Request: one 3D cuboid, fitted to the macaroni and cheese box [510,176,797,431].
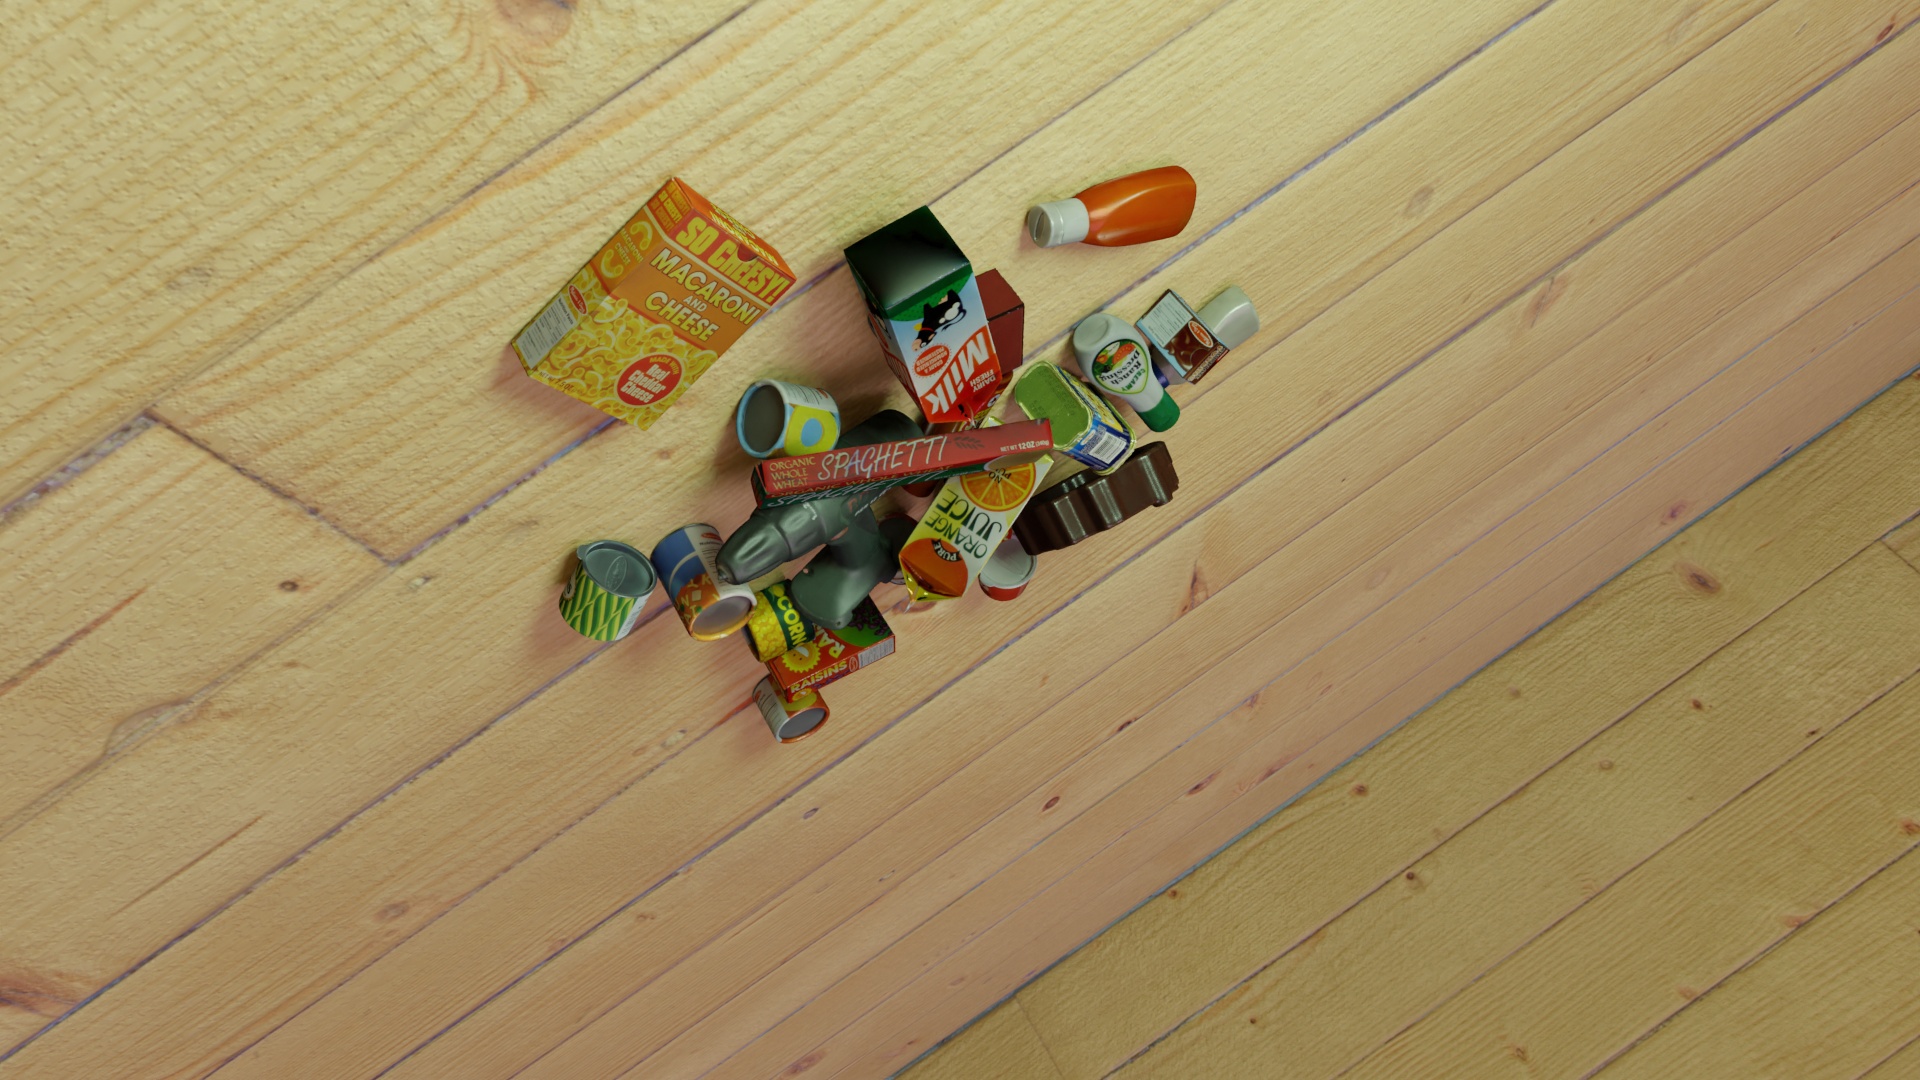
[{"bbox_3d":[-0.215,-0.163,0.989,0.166,0.040,0.123,-42,151,12],"label":"macaroni and cheese box"}]

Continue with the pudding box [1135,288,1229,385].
[{"bbox_3d":[0.212,-0.195,1.331,0.049,0.084,0.030,-46,149,18],"label":"pudding box"}]

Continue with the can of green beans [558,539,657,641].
[{"bbox_3d":[-0.299,0.043,1.176,0.071,0.071,0.057,-1,136,-45],"label":"can of green beans"}]

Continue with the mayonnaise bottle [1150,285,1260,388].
[{"bbox_3d":[0.230,-0.193,1.399,0.148,0.041,0.064,-35,149,3],"label":"mayonnaise bottle"}]

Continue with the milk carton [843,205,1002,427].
[{"bbox_3d":[-0.022,-0.162,1.084,0.073,0.072,0.189,-31,151,-6],"label":"milk carton"}]

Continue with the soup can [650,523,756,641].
[{"bbox_3d":[-0.228,0.040,1.225,0.071,0.084,0.071,-25,149,-16],"label":"soup can"}]

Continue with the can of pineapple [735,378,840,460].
[{"bbox_3d":[-0.142,-0.094,1.135,0.058,0.071,0.070,7,131,-48],"label":"can of pineapple"}]

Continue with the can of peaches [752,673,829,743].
[{"bbox_3d":[-0.180,0.177,1.498,0.071,0.058,0.071,-25,149,-16],"label":"can of peaches"}]

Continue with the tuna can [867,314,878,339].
[{"bbox_3d":[-0.039,-0.185,1.142,0.071,0.033,0.070,-25,149,-16],"label":"tuna can"}]

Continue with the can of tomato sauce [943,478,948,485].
[{"bbox_3d":[0.015,-0.040,1.371,0.071,0.071,0.082,-23,149,-20],"label":"can of tomato sauce"}]

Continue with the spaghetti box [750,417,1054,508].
[{"bbox_3d":[-0.047,-0.064,1.142,0.251,0.029,0.050,-10,170,-17],"label":"spaghetti box"}]

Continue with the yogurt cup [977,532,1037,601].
[{"bbox_3d":[0.048,0.031,1.516,0.072,0.072,0.053,-26,157,-15],"label":"yogurt cup"}]

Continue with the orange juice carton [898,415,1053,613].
[{"bbox_3d":[0.005,-0.016,1.282,0.192,0.073,0.072,-56,180,6],"label":"orange juice carton"}]

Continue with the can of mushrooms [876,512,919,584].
[{"bbox_3d":[-0.059,0.006,1.367,0.071,0.071,0.033,-40,149,9],"label":"can of mushrooms"}]

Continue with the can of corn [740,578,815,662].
[{"bbox_3d":[-0.180,0.078,1.344,0.058,0.071,0.070,-24,149,-18],"label":"can of corn"}]

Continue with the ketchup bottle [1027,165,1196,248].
[{"bbox_3d":[0.128,-0.275,1.170,0.149,0.044,0.064,-17,145,-28],"label":"ketchup bottle"}]

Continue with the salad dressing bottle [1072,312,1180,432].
[{"bbox_3d":[0.163,-0.158,1.335,0.064,0.044,0.147,-39,133,11],"label":"salad dressing bottle"}]

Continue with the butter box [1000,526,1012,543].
[{"bbox_3d":[-0.004,-0.006,1.418,0.104,0.053,0.024,-26,147,-16],"label":"butter box"}]

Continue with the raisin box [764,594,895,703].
[{"bbox_3d":[-0.139,0.099,1.400,0.124,0.086,0.040,-25,151,-17],"label":"raisin box"}]

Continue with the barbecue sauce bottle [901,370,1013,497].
[{"bbox_3d":[-0.009,-0.104,1.276,0.065,0.044,0.147,-29,158,-55],"label":"barbecue sauce bottle"}]
